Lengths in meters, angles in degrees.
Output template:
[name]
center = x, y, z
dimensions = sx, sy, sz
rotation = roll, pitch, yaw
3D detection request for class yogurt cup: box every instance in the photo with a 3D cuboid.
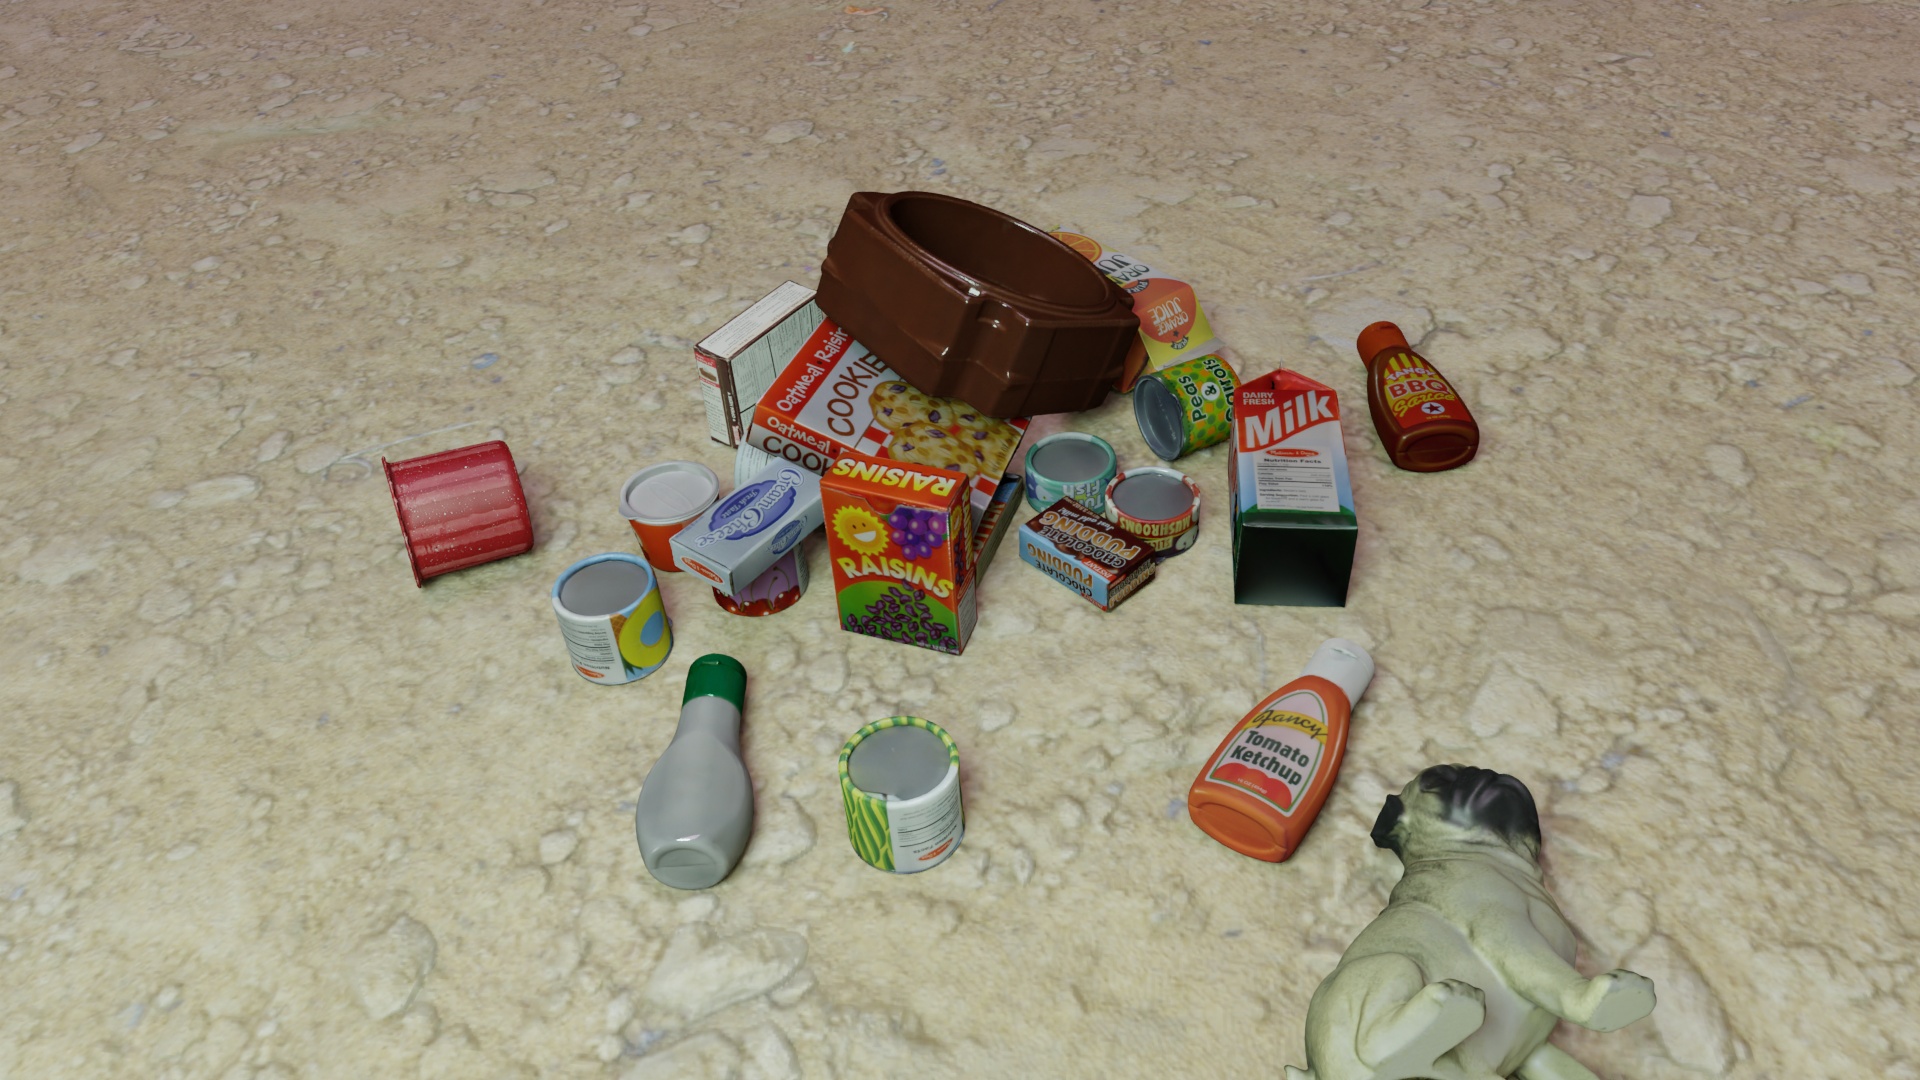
[yogurt cup]
center = -0.197, -0.015, 0.964
dimensions = 0.072, 0.053, 0.073
rotation = -2, 40, 2

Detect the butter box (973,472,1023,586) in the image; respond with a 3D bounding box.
[butter box]
center = 0.003, -0.012, 0.967
dimensions = 0.053, 0.024, 0.104
rotation = 11, 43, 16

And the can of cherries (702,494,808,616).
[can of cherries]
center = -0.140, 0.009, 0.927
dimensions = 0.071, 0.058, 0.072
rotation = -2, 41, 2

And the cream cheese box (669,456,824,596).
[cream cheese box]
center = -0.130, -0.011, 0.885
dimensions = 0.053, 0.024, 0.104
rotation = 25, 48, 28

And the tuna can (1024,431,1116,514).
[tuna can]
center = 0.079, -0.045, 0.993
dimensions = 0.071, 0.032, 0.071
rotation = -2, 40, 2

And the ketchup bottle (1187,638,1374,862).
[ketchup bottle]
center = 0.189, 0.114, 0.789
dimensions = 0.065, 0.043, 0.149
rotation = 22, 46, 28

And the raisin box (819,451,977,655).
[raisin box]
center = -0.037, 0.009, 0.869
dimensions = 0.086, 0.122, 0.040
rotation = 12, 42, 18

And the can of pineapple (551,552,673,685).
[can of pineapple]
center = -0.221, 0.048, 0.888
dimensions = 0.071, 0.057, 0.071
rotation = -2, 40, 2

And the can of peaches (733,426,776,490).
[can of peaches]
center = -0.121, -0.050, 0.992
dimensions = 0.058, 0.071, 0.071
rotation = 9, 42, 15

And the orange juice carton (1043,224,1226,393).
[orange juice carton]
center = 0.120, -0.182, 1.121
dimensions = 0.072, 0.072, 0.193
rotation = -29, 46, -30

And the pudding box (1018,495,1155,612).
[pudding box]
center = 0.084, 0.009, 0.931
dimensions = 0.050, 0.030, 0.084
rotation = -33, 48, -29

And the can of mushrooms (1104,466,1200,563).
[can of mushrooms]
center = 0.132, -0.019, 0.957
dimensions = 0.071, 0.033, 0.071
rotation = -2, 40, 2

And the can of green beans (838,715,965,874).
[can of green beans]
center = -0.032, 0.139, 0.765
dimensions = 0.071, 0.057, 0.071
rotation = -2, 40, 2

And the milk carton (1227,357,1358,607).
[milk carton]
center = 0.222, -0.045, 0.951
dimensions = 0.073, 0.072, 0.191
rotation = 2, 42, 7

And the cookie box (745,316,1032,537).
[cookie box]
center = -0.046, -0.078, 0.958
dimensions = 0.167, 0.040, 0.123
rotation = 25, 41, 2

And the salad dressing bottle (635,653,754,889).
[salad dressing bottle]
center = -0.148, 0.128, 0.800
dimensions = 0.064, 0.043, 0.148
rotation = -4, 39, 2

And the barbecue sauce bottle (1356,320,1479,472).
[barbecue sauce bottle]
center = 0.335, -0.111, 1.042
dimensions = 0.065, 0.043, 0.149
rotation = -5, 40, 0

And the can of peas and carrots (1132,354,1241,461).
[can of peas and carrots]
center = 0.169, -0.099, 1.021
dimensions = 0.059, 0.070, 0.071
rotation = -20, 43, -19
